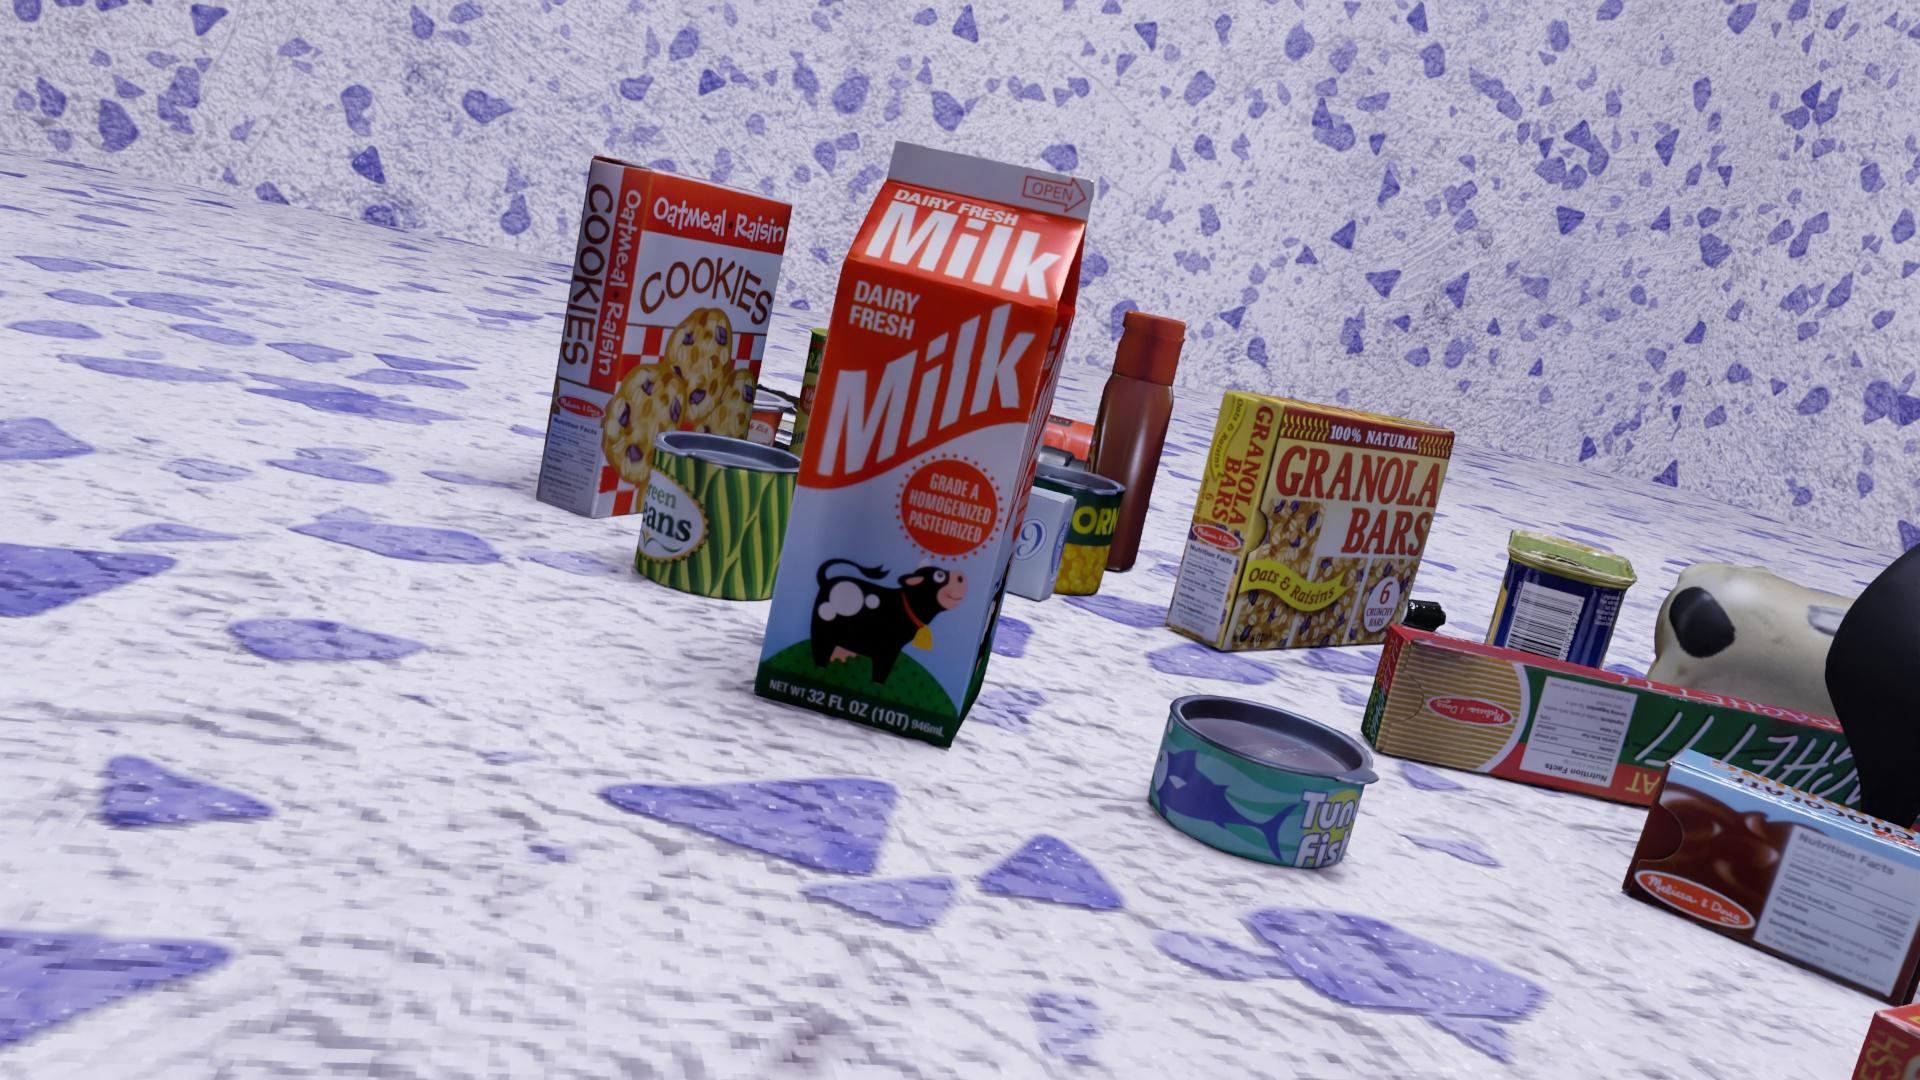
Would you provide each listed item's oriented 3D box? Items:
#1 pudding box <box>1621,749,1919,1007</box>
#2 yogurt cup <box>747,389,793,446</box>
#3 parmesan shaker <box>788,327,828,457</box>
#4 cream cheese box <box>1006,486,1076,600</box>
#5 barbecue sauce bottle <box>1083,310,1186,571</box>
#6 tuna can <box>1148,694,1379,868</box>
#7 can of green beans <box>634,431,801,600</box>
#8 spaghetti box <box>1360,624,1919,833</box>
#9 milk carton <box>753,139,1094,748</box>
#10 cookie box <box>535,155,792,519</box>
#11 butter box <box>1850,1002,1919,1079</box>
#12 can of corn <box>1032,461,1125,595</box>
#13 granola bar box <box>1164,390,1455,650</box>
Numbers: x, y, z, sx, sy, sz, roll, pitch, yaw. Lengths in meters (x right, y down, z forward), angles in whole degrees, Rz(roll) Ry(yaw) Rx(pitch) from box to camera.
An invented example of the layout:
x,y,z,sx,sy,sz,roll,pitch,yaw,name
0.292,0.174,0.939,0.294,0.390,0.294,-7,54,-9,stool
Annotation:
x,y,z,sx,sy,sz,roll,pitch,yaw,name
0.266,0.106,0.447,0.084,0.049,0.030,20,13,34,pudding box
-0.140,-0.063,0.816,0.072,0.053,0.072,12,11,-2,yogurt cup
-0.057,-0.058,0.759,0.071,0.103,0.071,12,11,-2,parmesan shaker
0.003,-0.009,0.710,0.104,0.053,0.024,16,11,17,cream cheese box
0.099,-0.059,0.819,0.044,0.148,0.065,14,11,5,barbecue sauce bottle
0.098,0.077,0.447,0.071,0.032,0.071,12,11,-2,tuna can
-0.103,-0.011,0.596,0.071,0.057,0.071,12,11,-2,can of green beans
0.293,0.086,0.574,0.250,0.050,0.029,12,11,-3,spaghetti box
-0.010,-0.035,0.477,0.072,0.190,0.073,14,11,7,milk carton
-0.148,-0.101,0.705,0.040,0.167,0.123,17,12,22,cookie box
0.228,0.125,0.301,0.103,0.053,0.024,6,13,-31,butter box
0.050,-0.007,0.740,0.071,0.058,0.071,12,11,-2,can of corn
0.187,-0.008,0.725,0.166,0.124,0.039,2,15,-43,granola bar box
